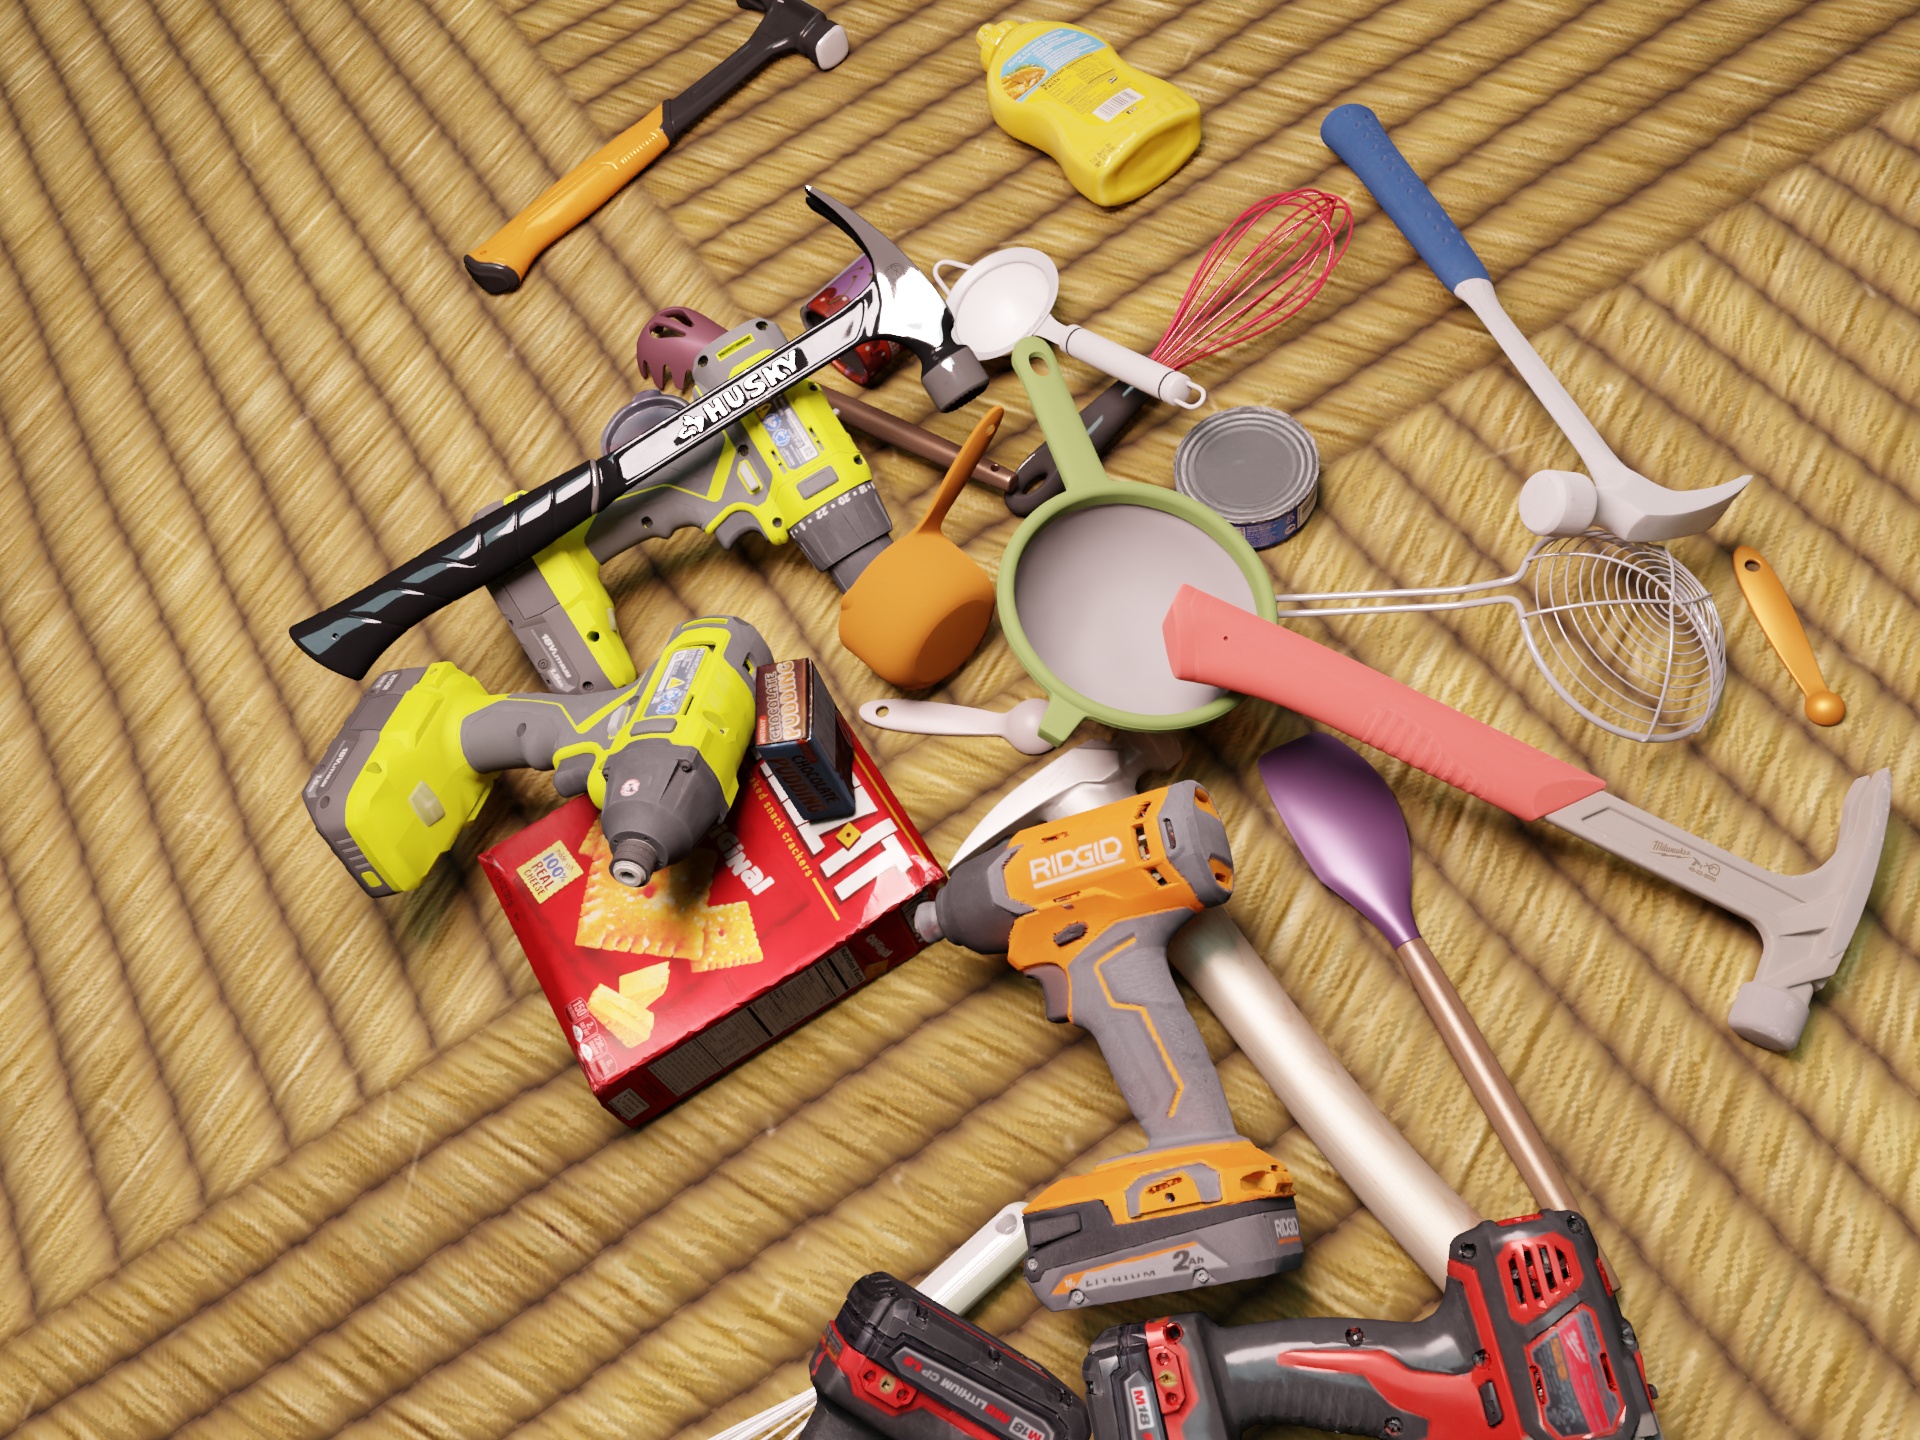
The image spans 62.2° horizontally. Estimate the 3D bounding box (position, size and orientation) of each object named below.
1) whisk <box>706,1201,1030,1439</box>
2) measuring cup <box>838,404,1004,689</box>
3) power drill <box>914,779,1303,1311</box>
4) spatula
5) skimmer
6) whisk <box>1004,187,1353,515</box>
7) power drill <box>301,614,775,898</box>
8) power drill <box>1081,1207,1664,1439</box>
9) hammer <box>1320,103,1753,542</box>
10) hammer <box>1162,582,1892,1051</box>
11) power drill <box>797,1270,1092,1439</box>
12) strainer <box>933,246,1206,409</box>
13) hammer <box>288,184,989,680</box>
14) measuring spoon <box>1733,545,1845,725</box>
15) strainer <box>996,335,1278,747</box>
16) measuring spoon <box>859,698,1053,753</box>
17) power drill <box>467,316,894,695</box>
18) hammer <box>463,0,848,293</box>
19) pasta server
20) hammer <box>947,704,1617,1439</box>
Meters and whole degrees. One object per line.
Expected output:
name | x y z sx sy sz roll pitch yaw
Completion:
whisk | -0.055 0.313 0.748 0.246 0.059 0.058 -38 34 -14
measuring cup | -0.003 -0.092 0.898 0.052 0.095 0.173 44 121 22
power drill | 0.064 0.156 0.759 0.164 0.084 0.227 -18 69 22
spatula | 0.240 0.134 0.798 0.060 0.018 0.316 -22 59 -2
skimmer | 0.230 -0.047 0.893 0.363 0.090 0.127 0 57 23
whisk | 0.136 -0.233 1.000 0.296 0.073 0.073 -44 62 -6
power drill | -0.221 0.025 0.839 0.223 0.080 0.171 -7 40 19
power drill | 0.179 0.318 0.660 0.226 0.080 0.188 -15 69 9
hammer | 0.316 -0.249 0.950 0.144 0.035 0.406 0 48 -21
hammer | 0.269 0.016 0.786 0.359 0.036 0.149 27 76 6
power drill | -0.041 0.367 0.682 0.143 0.078 0.220 33 76 -4
strainer | 0.067 -0.237 0.994 0.087 0.050 0.259 -51 45 1
hammer | -0.192 -0.147 0.896 0.409 0.036 0.149 -32 92 -4
measuring spoon | 0.446 -0.049 0.858 0.021 0.011 0.117 -14 60 4
strainer | 0.073 -0.095 0.878 0.151 0.069 0.257 -13 65 -15
measuring spoon | -0.001 -0.003 0.923 0.124 0.018 0.034 5 63 15
power drill | -0.157 -0.105 0.953 0.228 0.080 0.190 -31 94 -2
hammer | -0.244 -0.443 1.204 0.127 0.034 0.337 38 75 26
pasta server | -0.095 -0.209 1.041 0.316 0.040 0.060 27 70 23
hammer | 0.158 0.174 0.784 0.146 0.038 0.411 -35 61 -7
